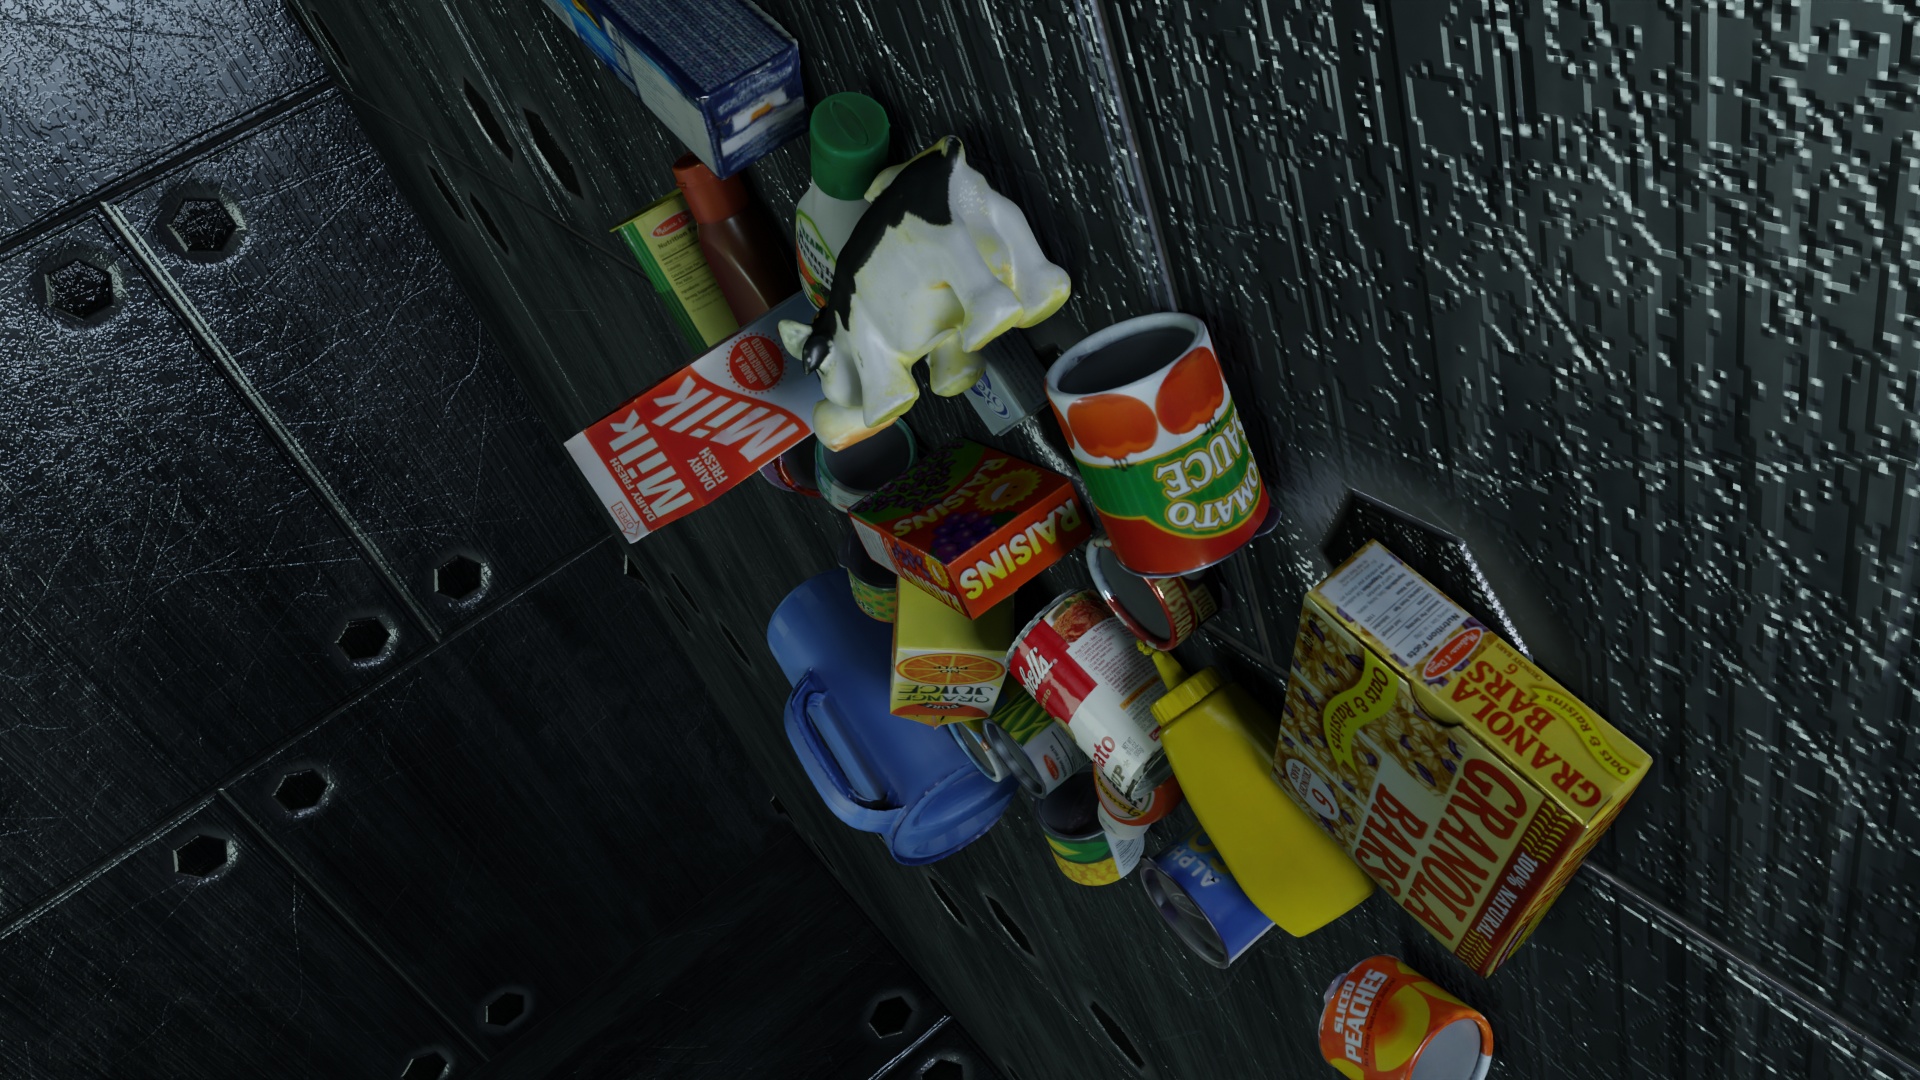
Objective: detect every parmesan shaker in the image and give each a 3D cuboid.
[{"bbox_3d":[-0.184,-0.186,0.958,0.102,0.071,0.071,61,162,-21],"label":"parmesan shaker"}]

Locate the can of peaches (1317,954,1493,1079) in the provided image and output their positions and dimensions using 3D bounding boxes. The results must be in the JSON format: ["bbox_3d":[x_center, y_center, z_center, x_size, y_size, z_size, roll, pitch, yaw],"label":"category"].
[{"bbox_3d":[0.225,0.254,0.705,0.058,0.071,0.071,26,148,56],"label":"can of peaches"}]

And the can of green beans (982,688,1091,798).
[{"bbox_3d":[0.058,0.130,0.939,0.071,0.058,0.071,48,162,21],"label":"can of green beans"}]

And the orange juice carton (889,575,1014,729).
[{"bbox_3d":[-0.010,0.070,0.932,0.192,0.073,0.072,102,170,-67],"label":"orange juice carton"}]

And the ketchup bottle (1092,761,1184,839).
[{"bbox_3d":[0.109,0.147,0.859,0.065,0.044,0.148,47,162,22],"label":"ketchup bottle"}]

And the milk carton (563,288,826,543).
[{"bbox_3d":[-0.132,-0.079,0.815,0.072,0.191,0.073,59,163,-13],"label":"milk carton"}]

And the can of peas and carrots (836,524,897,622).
[{"bbox_3d":[-0.051,0.019,0.995,0.071,0.071,0.058,47,162,23],"label":"can of peas and carrots"}]

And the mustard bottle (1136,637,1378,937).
[{"bbox_3d":[0.138,0.111,0.680,0.160,0.065,0.049,56,-157,11],"label":"mustard bottle"}]

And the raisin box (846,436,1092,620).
[{"bbox_3d":[0.003,-0.010,0.768,0.123,0.086,0.040,27,146,57],"label":"raisin box"}]

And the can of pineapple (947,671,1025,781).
[{"bbox_3d":[0.029,0.134,1.025,0.071,0.058,0.070,48,162,21],"label":"can of pineapple"}]

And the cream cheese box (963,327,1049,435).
[{"bbox_3d":[0.005,-0.103,0.688,0.103,0.024,0.053,56,164,-4],"label":"cream cheese box"}]

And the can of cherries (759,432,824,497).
[{"bbox_3d":[-0.111,-0.067,0.996,0.071,0.072,0.058,61,162,-19],"label":"can of cherries"}]

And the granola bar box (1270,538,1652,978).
[{"bbox_3d":[0.185,0.092,0.549,0.124,0.039,0.164,44,161,30],"label":"granola bar box"}]

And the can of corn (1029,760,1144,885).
[{"bbox_3d":[0.088,0.196,0.966,0.071,0.071,0.058,36,156,46],"label":"can of corn"}]

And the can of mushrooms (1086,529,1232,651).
[{"bbox_3d":[0.094,0.019,0.667,0.071,0.033,0.070,48,162,22],"label":"can of mushrooms"}]

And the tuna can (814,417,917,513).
[{"bbox_3d":[-0.061,-0.054,0.895,0.071,0.071,0.032,50,162,14],"label":"tuna can"}]

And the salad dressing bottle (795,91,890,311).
[{"bbox_3d":[-0.057,-0.166,0.701,0.064,0.044,0.147,55,164,14],"label":"salad dressing bottle"}]

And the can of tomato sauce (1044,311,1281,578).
[{"bbox_3d":[0.079,-0.038,0.543,0.071,0.071,0.082,26,146,58],"label":"can of tomato sauce"}]

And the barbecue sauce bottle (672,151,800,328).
[{"bbox_3d":[-0.137,-0.179,0.893,0.065,0.044,0.148,24,146,49],"label":"barbecue sauce bottle"}]

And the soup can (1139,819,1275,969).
[{"bbox_3d":[0.146,0.170,0.731,0.071,0.084,0.071,47,161,22],"label":"soup can"}]
